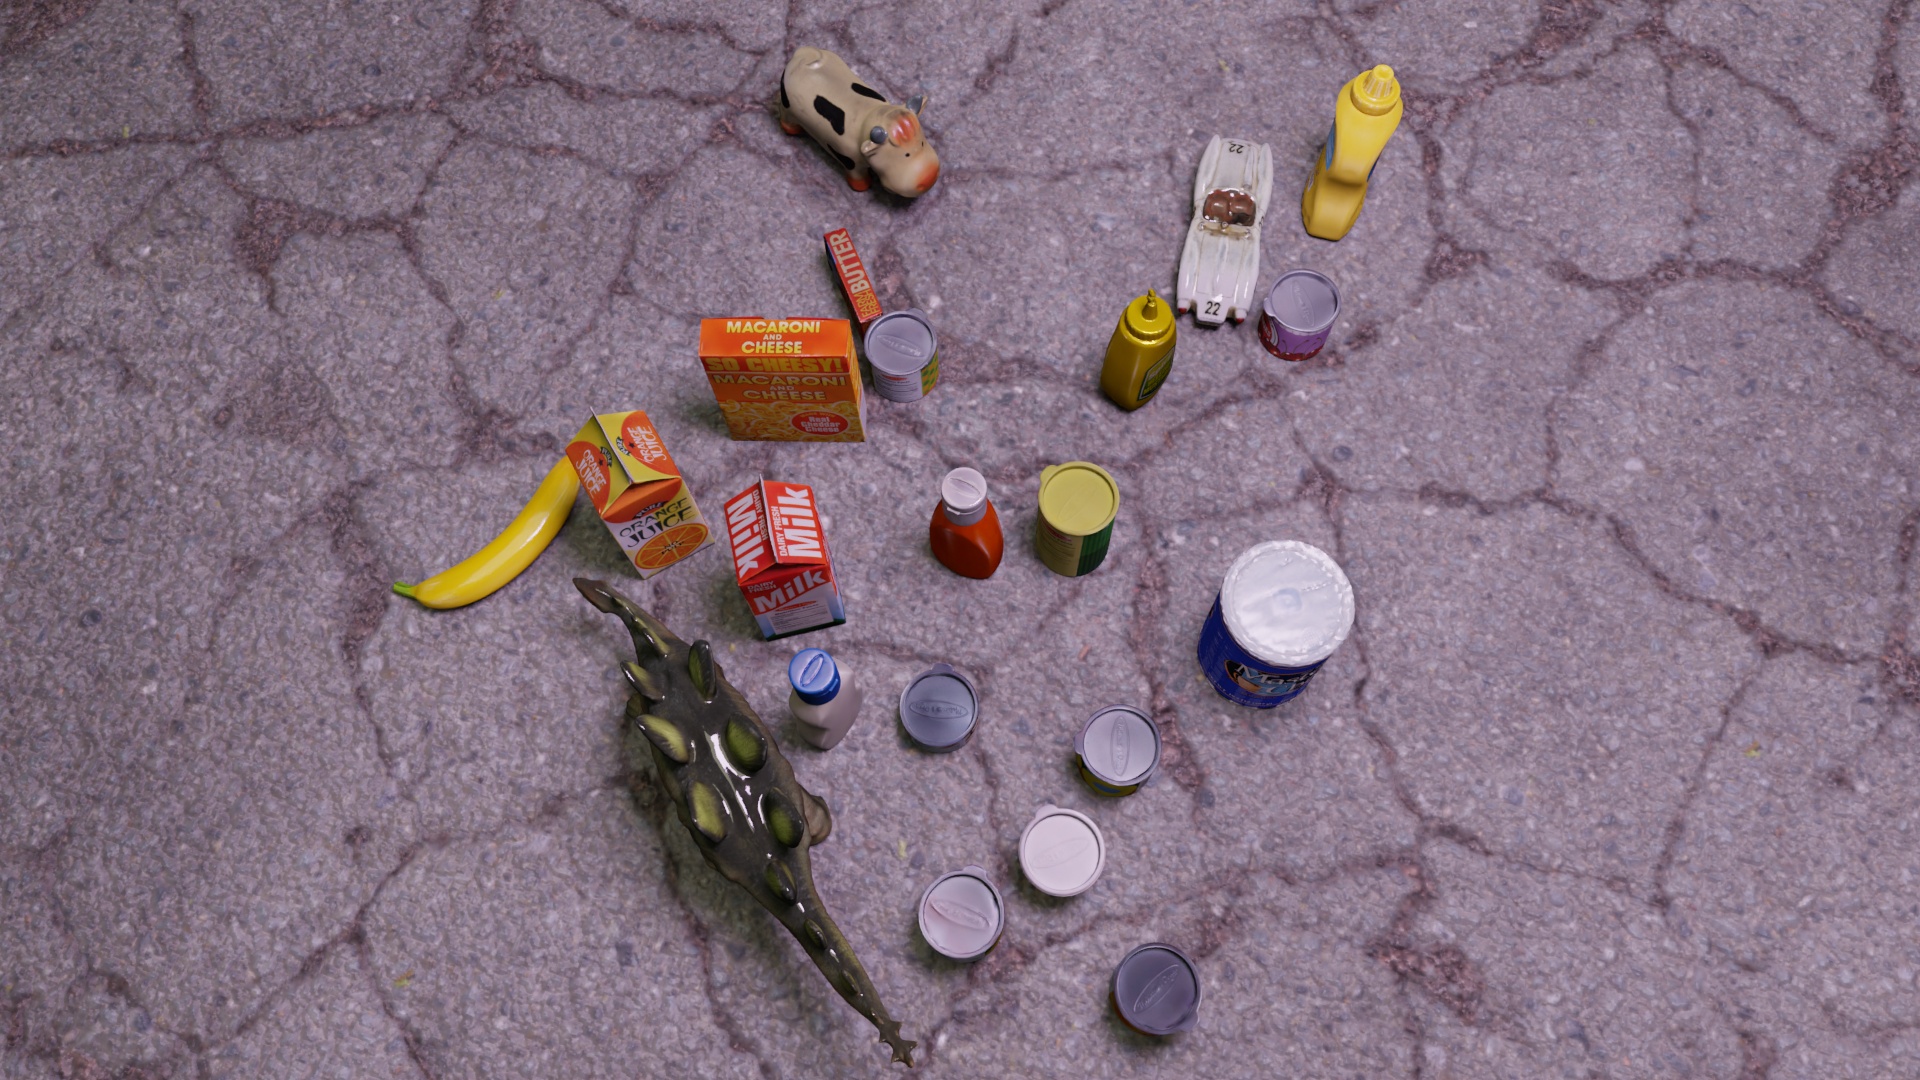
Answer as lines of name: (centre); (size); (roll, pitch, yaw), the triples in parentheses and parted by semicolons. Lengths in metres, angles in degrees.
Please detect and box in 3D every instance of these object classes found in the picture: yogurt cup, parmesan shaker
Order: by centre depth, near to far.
yogurt cup: (0.080, 0.252, 1.107); (0.072, 0.053, 0.072); (0, 69, 1)
parmesan shaker: (0.096, -0.019, 1.187); (0.071, 0.102, 0.071); (0, 69, 1)

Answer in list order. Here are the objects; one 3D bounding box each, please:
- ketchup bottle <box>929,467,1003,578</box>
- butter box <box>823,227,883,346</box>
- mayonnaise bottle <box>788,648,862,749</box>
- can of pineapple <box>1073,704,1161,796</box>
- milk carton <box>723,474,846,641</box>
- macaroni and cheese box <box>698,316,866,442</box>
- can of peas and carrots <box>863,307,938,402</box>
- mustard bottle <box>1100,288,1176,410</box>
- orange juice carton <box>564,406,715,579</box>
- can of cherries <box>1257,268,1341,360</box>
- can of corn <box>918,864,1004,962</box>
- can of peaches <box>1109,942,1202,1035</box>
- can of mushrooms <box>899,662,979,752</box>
ketchup bottle: (0.004, -0.015, 1.163); (0.065, 0.148, 0.044); (25, 72, 10)
butter box: (-0.099, -0.237, 1.303); (0.024, 0.053, 0.104); (-21, 70, -7)
mayonnaise bottle: (-0.110, 0.123, 1.111); (0.041, 0.147, 0.065); (28, 72, 11)
can of pineapple: (0.127, 0.172, 1.136); (0.071, 0.057, 0.071); (0, 69, 1)
milk carton: (-0.144, 0.015, 1.132); (0.073, 0.190, 0.072); (-13, 69, -4)
macaroni and cheese box: (-0.150, -0.137, 1.204); (0.124, 0.166, 0.040); (0, 69, 1)
can of peas and carrots: (-0.052, -0.170, 1.273); (0.071, 0.058, 0.071); (0, 69, 1)
mustard bottle: (0.159, -0.172, 1.215); (0.049, 0.159, 0.065); (41, 75, 15)
orange juice carton: (-0.268, -0.043, 1.156); (0.073, 0.192, 0.072); (-29, 71, -9)
can of cherries: (0.309, -0.207, 1.280); (0.071, 0.058, 0.072); (0, 69, 1)
can of corn: (0.003, 0.293, 1.090); (0.071, 0.058, 0.071); (0, 69, 1)
can of peaches: (0.150, 0.347, 1.066); (0.071, 0.058, 0.071); (0, 69, 1)
can of mushrooms: (-0.017, 0.141, 1.164); (0.071, 0.033, 0.071); (0, 69, 1)
